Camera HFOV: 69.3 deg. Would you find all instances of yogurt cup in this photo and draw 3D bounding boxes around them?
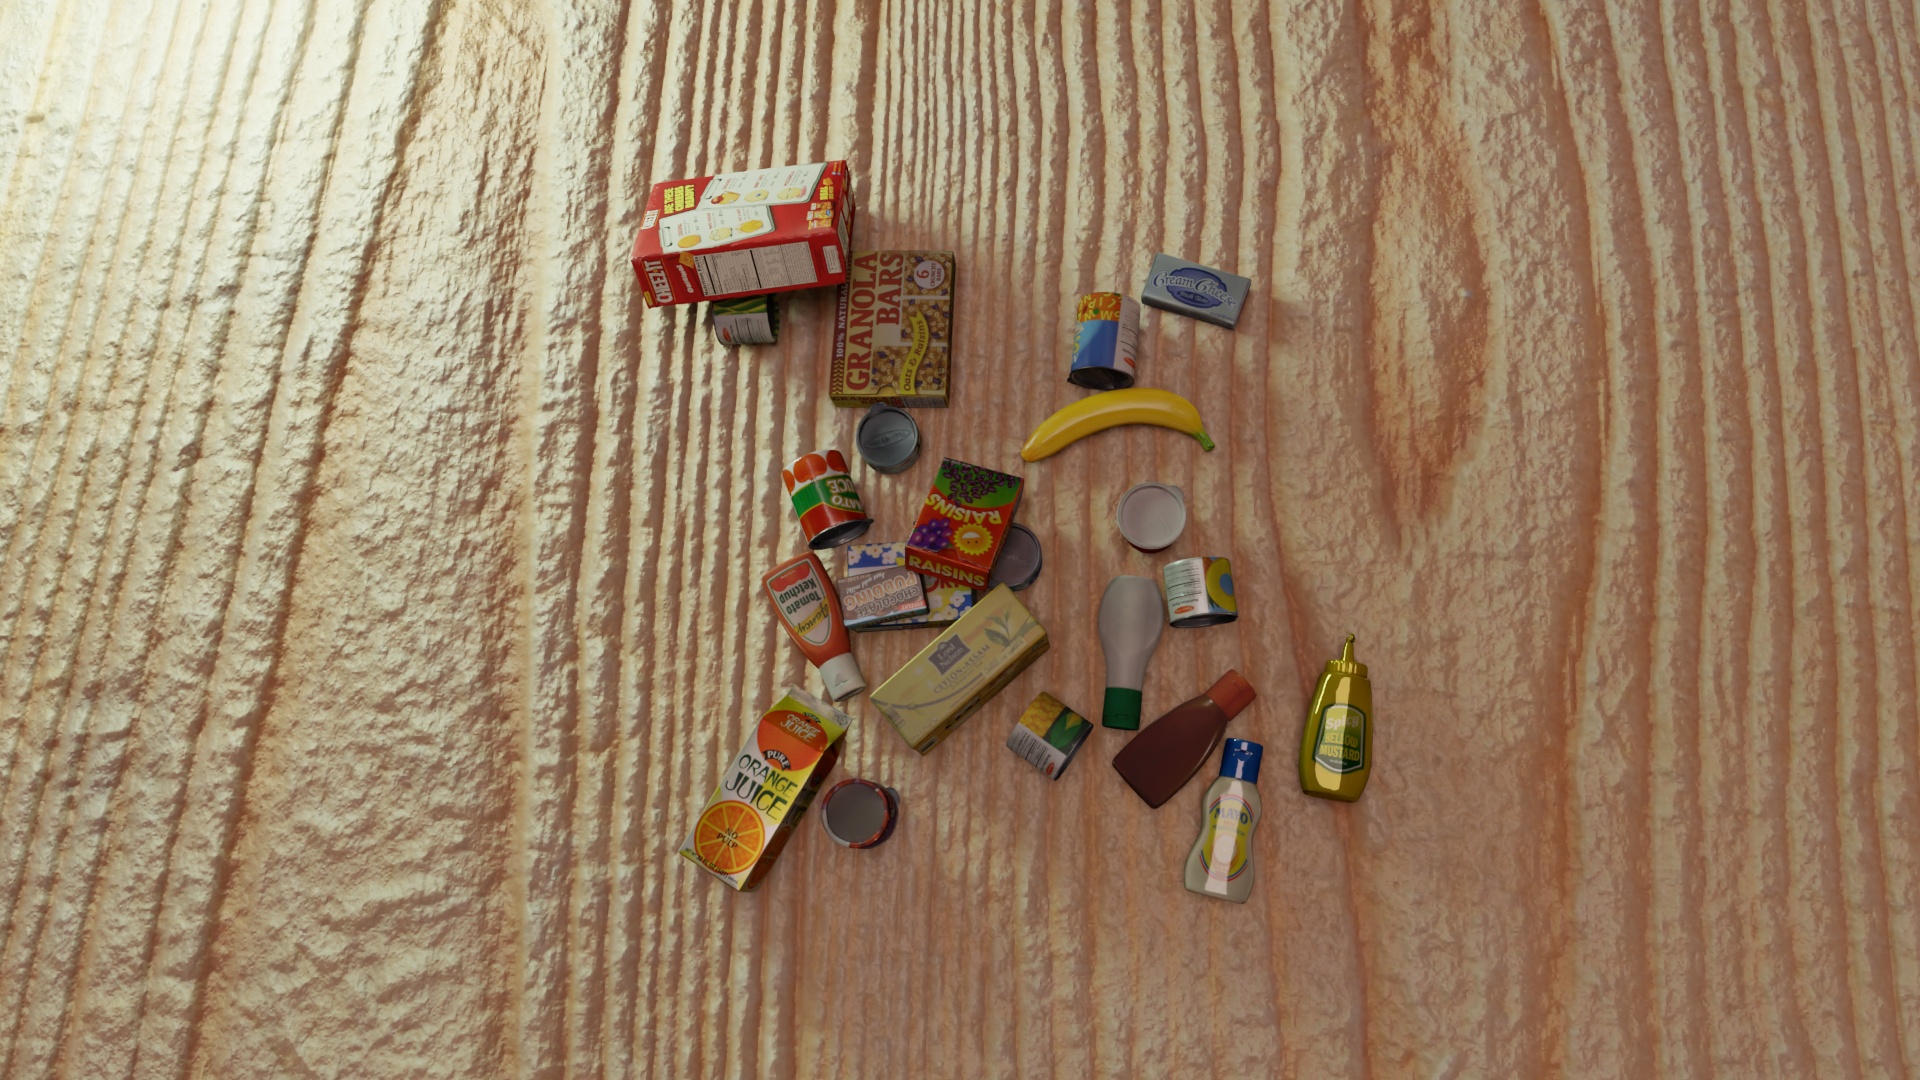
[{"bbox_3d":[0.189,-0.019,1.379,0.072,0.054,0.072,-1,76,6],"label":"yogurt cup"}]

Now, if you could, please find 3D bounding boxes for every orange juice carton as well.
[{"bbox_3d":[-0.183,0.238,1.343,0.072,0.073,0.193,29,80,12],"label":"orange juice carton"}]

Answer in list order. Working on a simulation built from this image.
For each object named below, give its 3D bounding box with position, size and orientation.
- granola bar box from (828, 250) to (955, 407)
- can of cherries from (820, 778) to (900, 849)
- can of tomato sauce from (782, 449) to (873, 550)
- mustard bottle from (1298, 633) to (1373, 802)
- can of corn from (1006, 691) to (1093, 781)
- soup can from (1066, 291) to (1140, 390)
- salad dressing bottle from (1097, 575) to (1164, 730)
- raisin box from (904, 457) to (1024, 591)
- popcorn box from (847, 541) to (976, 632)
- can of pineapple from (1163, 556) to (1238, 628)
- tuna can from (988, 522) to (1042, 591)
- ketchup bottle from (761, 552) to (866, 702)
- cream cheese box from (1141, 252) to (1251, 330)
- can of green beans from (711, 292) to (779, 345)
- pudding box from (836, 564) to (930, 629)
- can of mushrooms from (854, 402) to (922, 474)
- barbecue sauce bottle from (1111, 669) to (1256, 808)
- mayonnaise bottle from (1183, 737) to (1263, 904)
[{"bbox_3d":[-0.071,-0.224,1.467,0.124,0.039,0.166,1,76,6],"label":"granola bar box"},{"bbox_3d":[-0.095,0.261,1.335,0.071,0.058,0.071,-1,76,6],"label":"can of cherries"},{"bbox_3d":[-0.136,-0.042,1.412,0.071,0.071,0.083,-23,74,0],"label":"can of tomato sauce"},{"bbox_3d":[0.360,0.165,1.317,0.065,0.048,0.160,8,77,6],"label":"mustard bottle"},{"bbox_3d":[0.087,0.186,1.333,0.058,0.071,0.071,34,82,13],"label":"can of corn"},{"bbox_3d":[0.146,-0.204,1.426,0.071,0.071,0.084,5,76,7],"label":"soup can"},{"bbox_3d":[0.163,0.110,1.355,0.064,0.044,0.148,6,78,6],"label":"salad dressing bottle"},{"bbox_3d":[0.005,-0.017,1.357,0.086,0.039,0.124,16,52,8],"label":"raisin box"},{"bbox_3d":[-0.049,0.045,1.396,0.127,0.038,0.085,-4,75,5],"label":"popcorn box"},{"bbox_3d":[0.234,0.051,1.352,0.071,0.071,0.058,-6,75,4],"label":"can of pineapple"},{"bbox_3d":[0.048,0.020,1.395,0.071,0.032,0.071,-1,76,6],"label":"tuna can"},{"bbox_3d":[-0.141,0.089,1.392,0.065,0.043,0.149,-28,75,2],"label":"ketchup bottle"},{"bbox_3d":[0.245,-0.260,1.450,0.104,0.024,0.053,19,78,10],"label":"cream cheese box"},{"bbox_3d":[-0.227,-0.242,1.474,0.058,0.071,0.071,-3,76,5],"label":"can of green beans"},{"bbox_3d":[-0.076,0.055,1.360,0.084,0.030,0.050,-12,76,4],"label":"pudding box"},{"bbox_3d":[-0.074,-0.106,1.440,0.071,0.033,0.071,-1,76,6],"label":"can of mushrooms"},{"bbox_3d":[0.218,0.186,1.329,0.149,0.043,0.065,-42,75,-6],"label":"barbecue sauce bottle"},{"bbox_3d":[0.253,0.262,1.307,0.065,0.041,0.148,11,78,10],"label":"mayonnaise bottle"}]
